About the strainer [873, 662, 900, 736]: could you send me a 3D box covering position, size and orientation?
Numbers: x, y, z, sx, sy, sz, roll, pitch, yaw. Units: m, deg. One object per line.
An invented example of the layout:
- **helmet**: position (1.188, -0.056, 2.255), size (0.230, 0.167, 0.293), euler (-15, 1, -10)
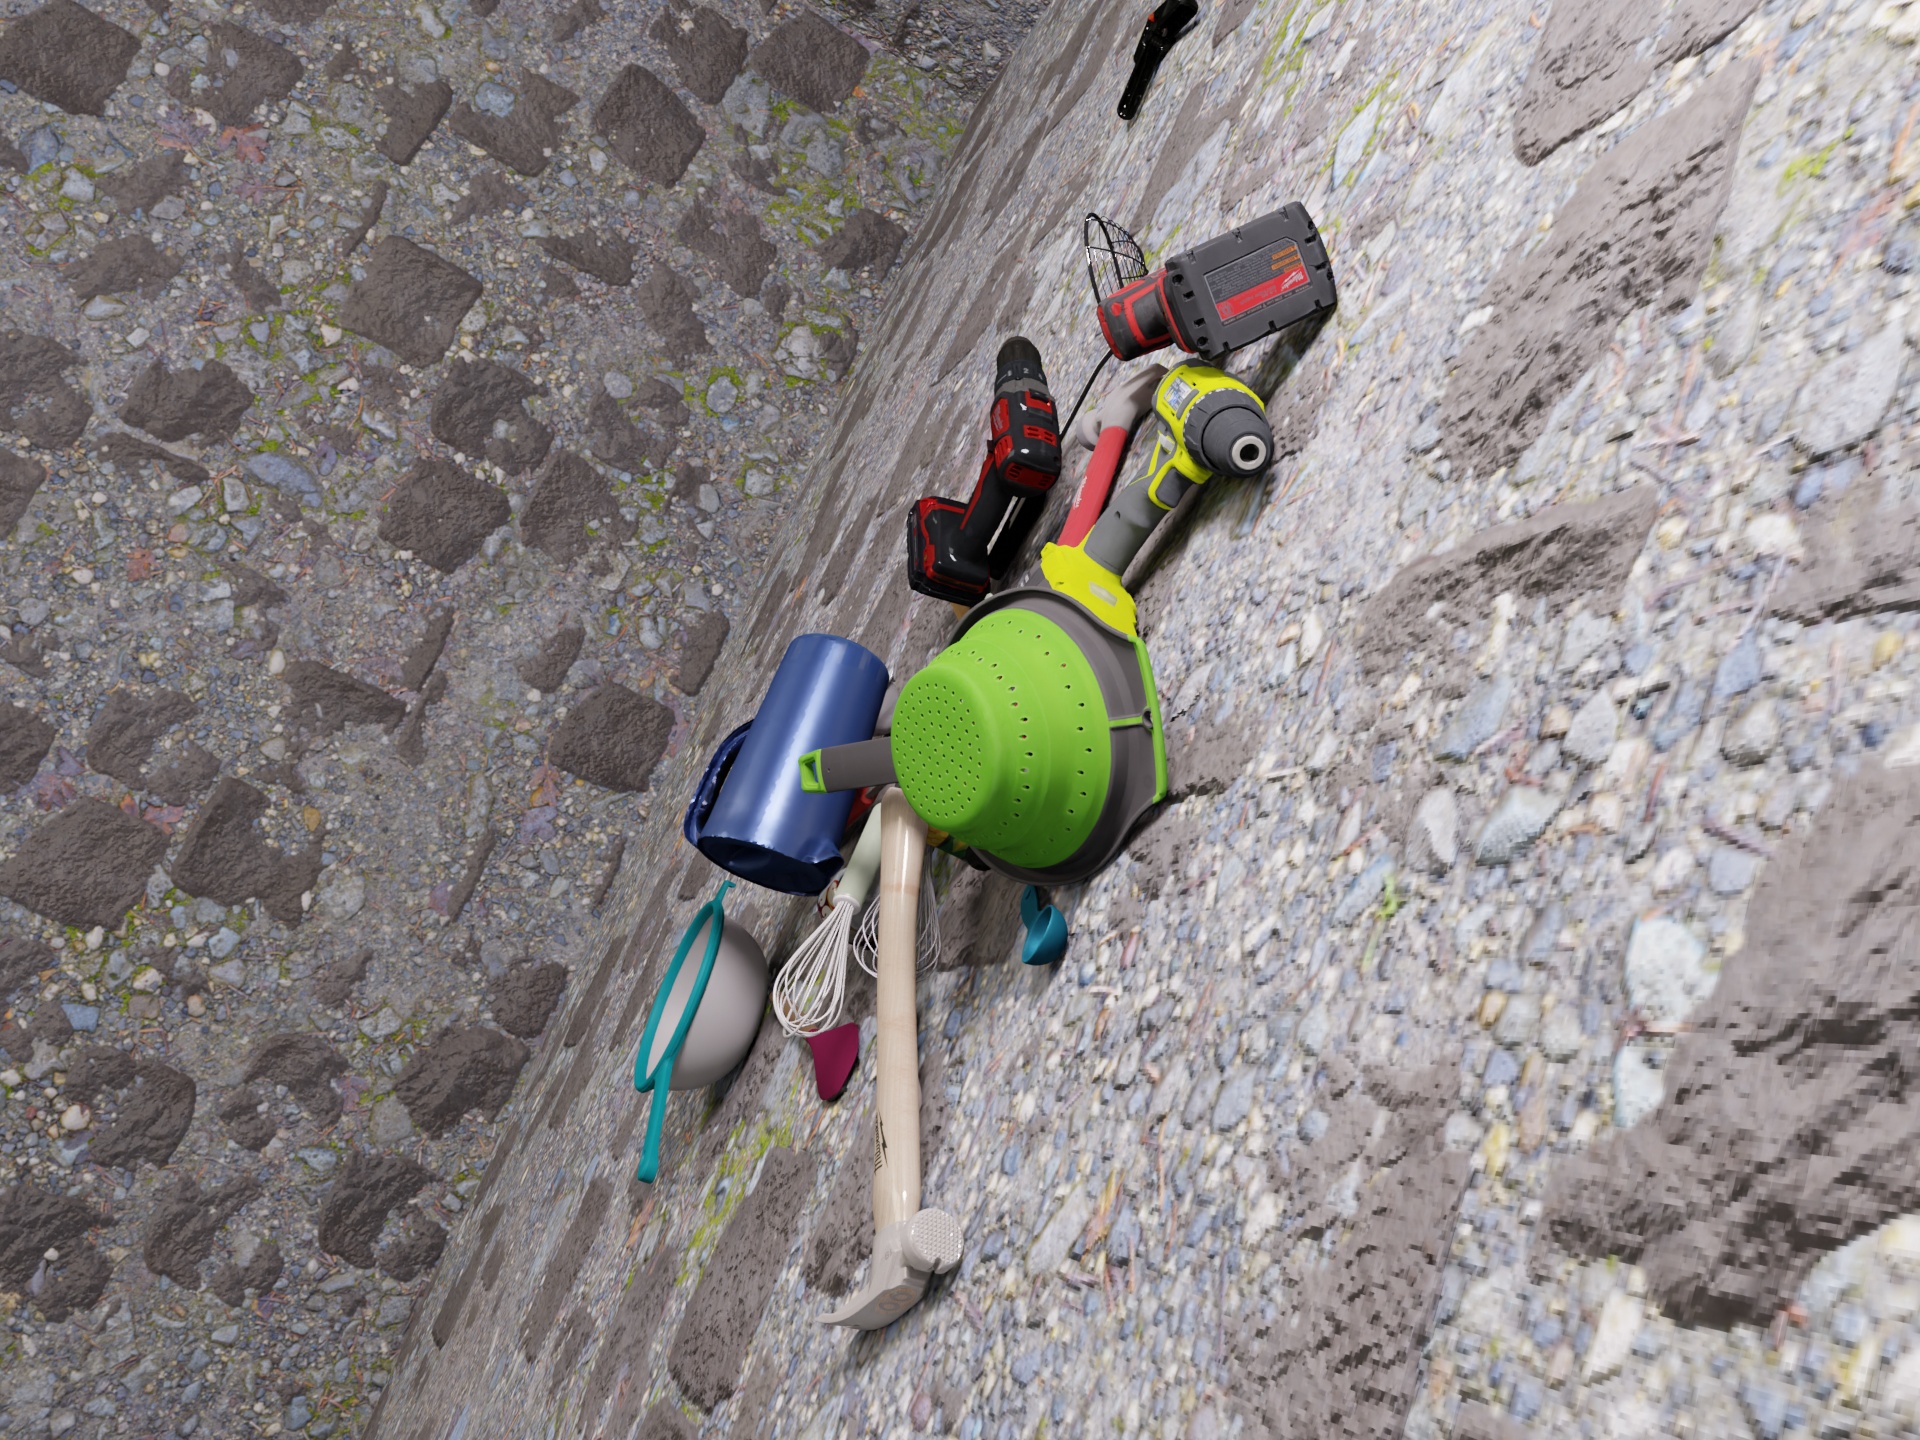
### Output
- **strainer**: position (-0.129, 0.035, 1.681), size (0.258, 0.050, 0.087), euler (-47, -3, -30)

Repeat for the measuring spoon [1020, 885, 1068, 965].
- **measuring spoon**: position (0.057, 0.136, 1.086), size (0.042, 0.021, 0.129), euler (-62, 6, 8)

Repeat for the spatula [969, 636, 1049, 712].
- **spatula**: position (-0.002, -0.004, 1.332), size (0.316, 0.018, 0.060), euler (-32, 51, 54)

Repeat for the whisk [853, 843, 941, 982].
- **whisk**: position (-0.036, 0.121, 1.336), size (0.070, 0.070, 0.285), euler (-52, 14, 34)

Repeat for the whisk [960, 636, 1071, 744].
- **whisk**: position (0.022, -0.003, 1.222), size (0.296, 0.073, 0.073), euler (-30, 36, 64)

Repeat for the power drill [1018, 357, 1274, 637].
- **power drill**: position (0.141, -0.150, 1.164), size (0.228, 0.080, 0.191), euler (-55, 16, 17)

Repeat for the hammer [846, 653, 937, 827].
- **hammer**: position (-0.100, 0.070, 1.623), size (0.359, 0.036, 0.149), euler (-43, 29, 55)

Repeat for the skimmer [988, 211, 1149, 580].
- **skimmer**: position (0.088, -0.319, 1.583), size (0.363, 0.090, 0.127), euler (-63, -17, 11)

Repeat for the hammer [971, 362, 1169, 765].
- **hammer**: position (0.092, -0.126, 1.352), size (0.143, 0.038, 0.386), euler (-26, 40, 63)

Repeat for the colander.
- **colander**: position (-0.031, 0.024, 1.119), size (0.397, 0.094, 0.204), euler (-11, 87, 51)

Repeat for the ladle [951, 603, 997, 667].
- **ladle**: position (0.013, -0.087, 1.564), size (0.069, 0.031, 0.316), euler (-62, 14, 11)

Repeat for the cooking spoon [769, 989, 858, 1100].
- **cooking spoon**: position (-0.141, 0.285, 1.462), size (0.069, 0.017, 0.319), euler (-64, 16, -6)

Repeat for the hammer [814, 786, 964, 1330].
- **hammer**: position (-0.050, 0.220, 1.138), size (0.146, 0.038, 0.411), euler (-51, 28, 39)

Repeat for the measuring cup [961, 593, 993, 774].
- **measuring cup**: position (0.000, -0.031, 1.394), size (0.083, 0.038, 0.167), euler (19, 101, 62)

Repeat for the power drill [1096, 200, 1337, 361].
- **power drill**: position (0.196, -0.330, 1.217), size (0.143, 0.078, 0.220), euler (-25, 13, -4)

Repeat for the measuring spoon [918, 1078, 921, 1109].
- **measuring spoon**: position (-0.038, 0.256, 1.198), size (0.034, 0.018, 0.124), euler (-58, 23, 18)

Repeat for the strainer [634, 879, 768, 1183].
- **strainer**: position (-0.260, 0.339, 1.621), size (0.211, 0.095, 0.341), euler (-57, 19, 31)

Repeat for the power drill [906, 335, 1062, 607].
- **power drill**: position (0.026, -0.240, 1.525), size (0.226, 0.080, 0.188), euler (124, 152, -44)

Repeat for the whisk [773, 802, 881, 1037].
- **whisk**: position (-0.096, 0.157, 1.297), size (0.059, 0.057, 0.246), euler (-43, 17, 44)
